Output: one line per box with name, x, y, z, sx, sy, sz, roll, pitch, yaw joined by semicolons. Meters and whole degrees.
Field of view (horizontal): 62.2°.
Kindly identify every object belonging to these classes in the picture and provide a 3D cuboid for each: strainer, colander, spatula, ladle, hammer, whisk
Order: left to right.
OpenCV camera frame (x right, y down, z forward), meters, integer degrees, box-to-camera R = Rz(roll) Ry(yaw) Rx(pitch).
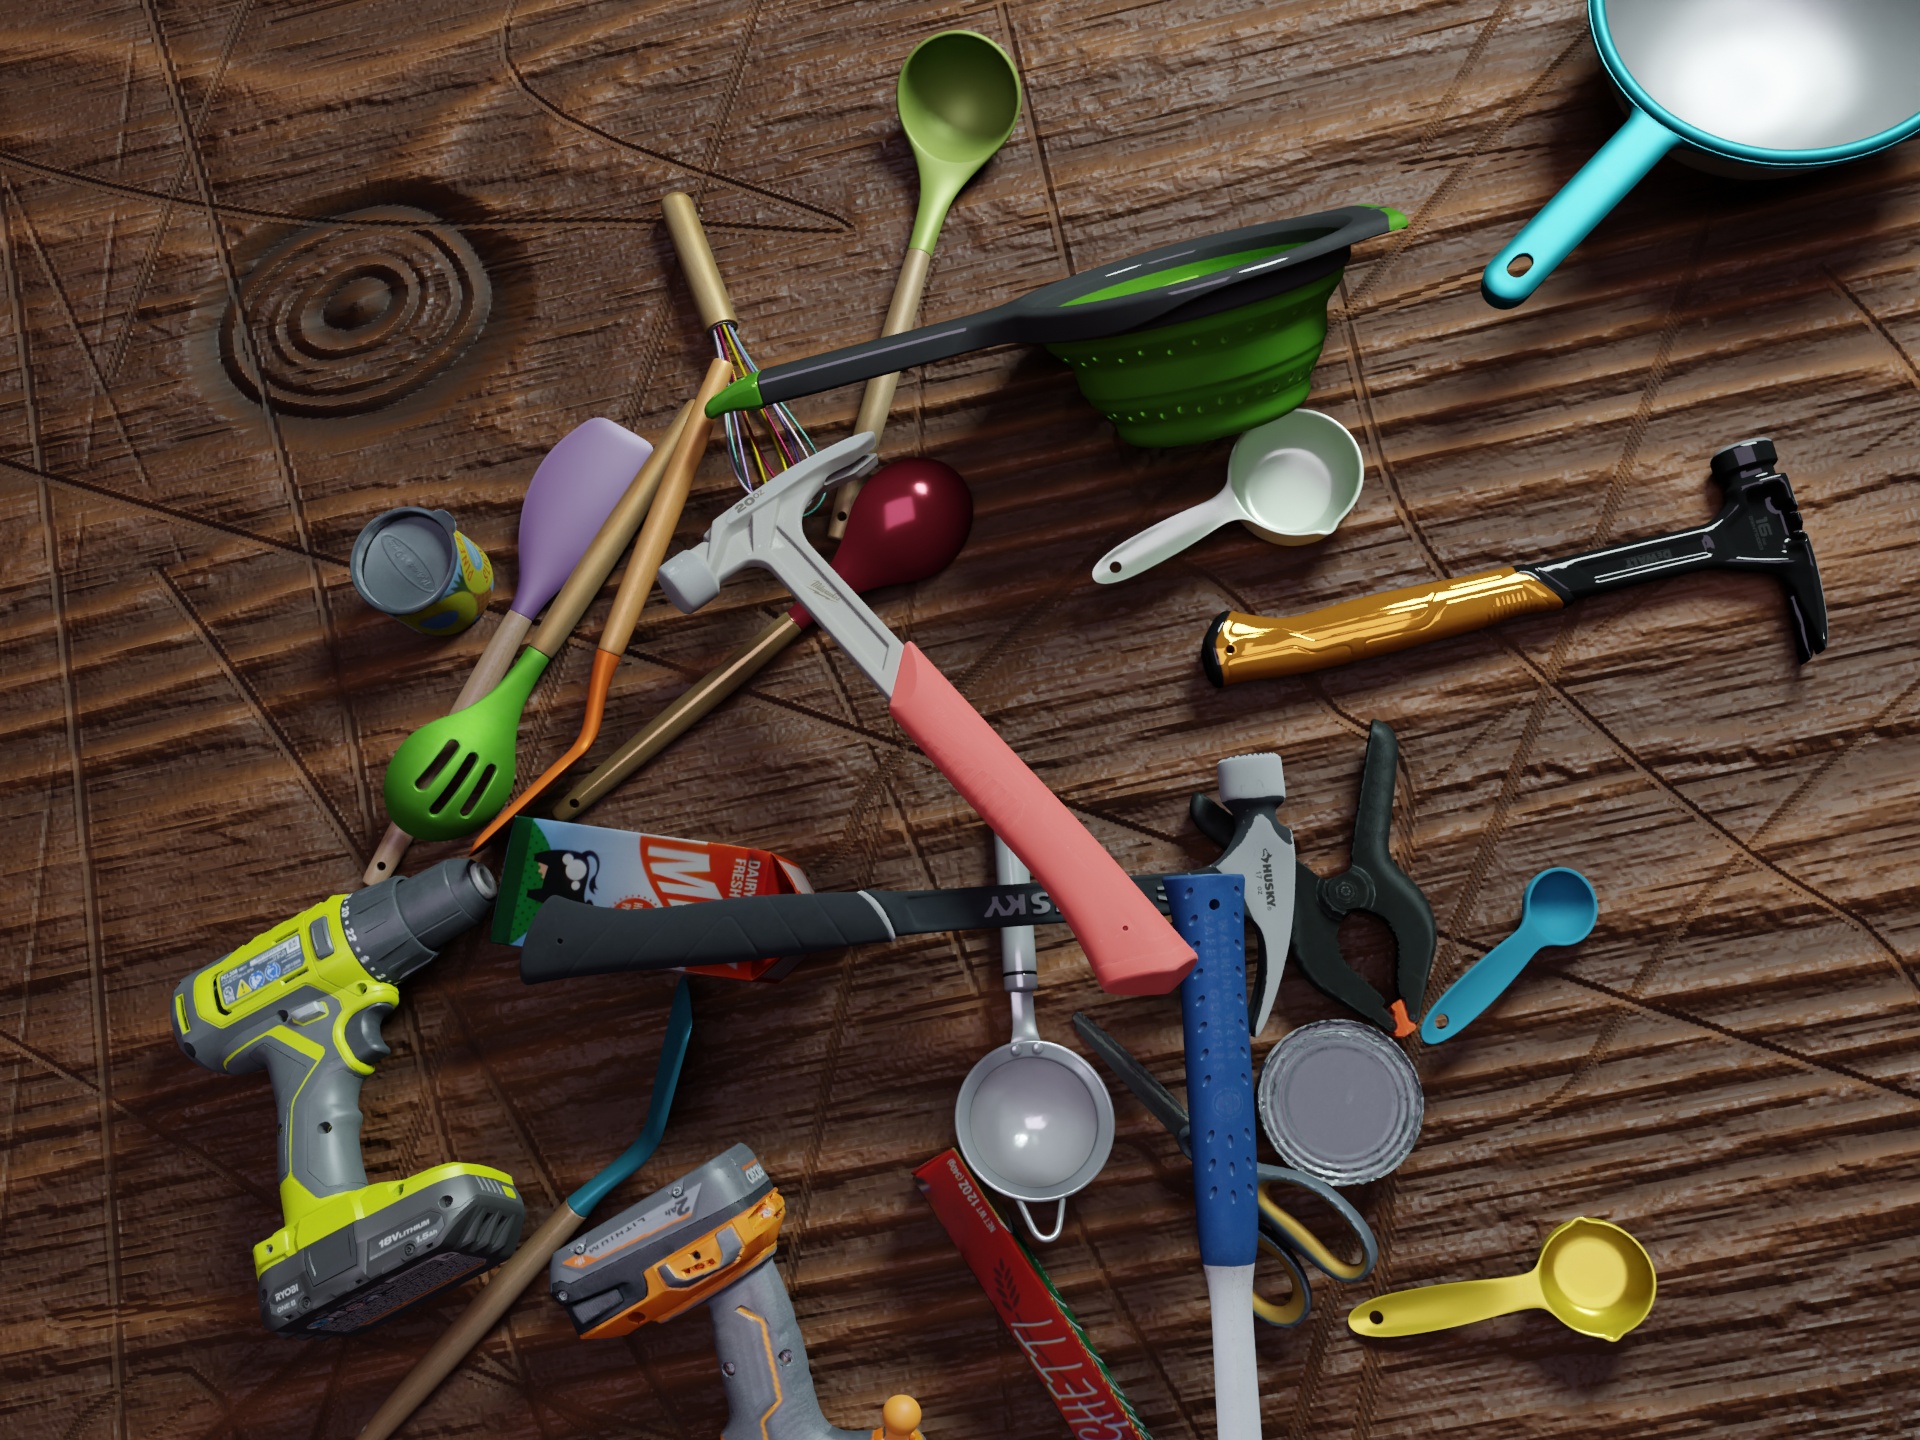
spatula;-0.281;-0.042;0.965;0.059;0.018;0.316;27;83;-8
spatula;-0.238;0.283;0.883;0.044;0.082;0.317;41;90;-18
spatula;-0.205;-0.065;0.928;0.041;0.081;0.322;21;85;-9
whisk;-0.138;-0.223;0.973;0.051;0.047;0.245;-24;74;8
ladle;-0.119;-0.043;0.942;0.315;0.031;0.069;-40;98;1
ladle;-0.033;-0.263;0.963;0.078;0.062;0.320;15;84;5
hammer;-0.023;0.106;0.836;0.409;0.036;0.149;-4;82;-5
hammer;-0.001;-0.003;0.837;0.149;0.036;0.359;-36;67;-16
strainer;0.035;0.153;0.881;0.087;0.050;0.259;-1;73;-8
colander;0.055;-0.194;0.901;0.397;0.205;0.094;-13;110;7
hammer;0.139;0.280;0.788;0.144;0.035;0.405;-2;83;-4
hammer;0.304;-0.062;0.895;0.337;0.034;0.127;-12;77;4
strainer;0.416;-0.345;0.908;0.340;0.095;0.211;-46;75;-1

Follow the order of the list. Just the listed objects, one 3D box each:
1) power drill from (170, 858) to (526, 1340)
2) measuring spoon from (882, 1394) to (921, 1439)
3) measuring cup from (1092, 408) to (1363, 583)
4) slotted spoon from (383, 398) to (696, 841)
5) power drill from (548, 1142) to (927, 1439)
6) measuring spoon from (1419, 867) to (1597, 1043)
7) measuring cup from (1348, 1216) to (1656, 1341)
power drill;-0.323;0.199;0.877;0.190;0.080;0.229;-28;63;3
measuring spoon;-0.039;0.394;0.789;0.021;0.011;0.117;11;87;3
measuring cup;0.152;-0.117;0.922;0.167;0.038;0.083;-27;77;3
slotted spoon;-0.241;-0.064;0.956;0.070;0.031;0.314;36;79;-26
power drill;-0.125;0.361;0.839;0.164;0.084;0.226;-31;81;0
measuring spoon;0.290;0.128;0.857;0.128;0.021;0.042;-40;92;-11
measuring cup;0.282;0.300;0.836;0.156;0.029;0.062;-16;77;15
